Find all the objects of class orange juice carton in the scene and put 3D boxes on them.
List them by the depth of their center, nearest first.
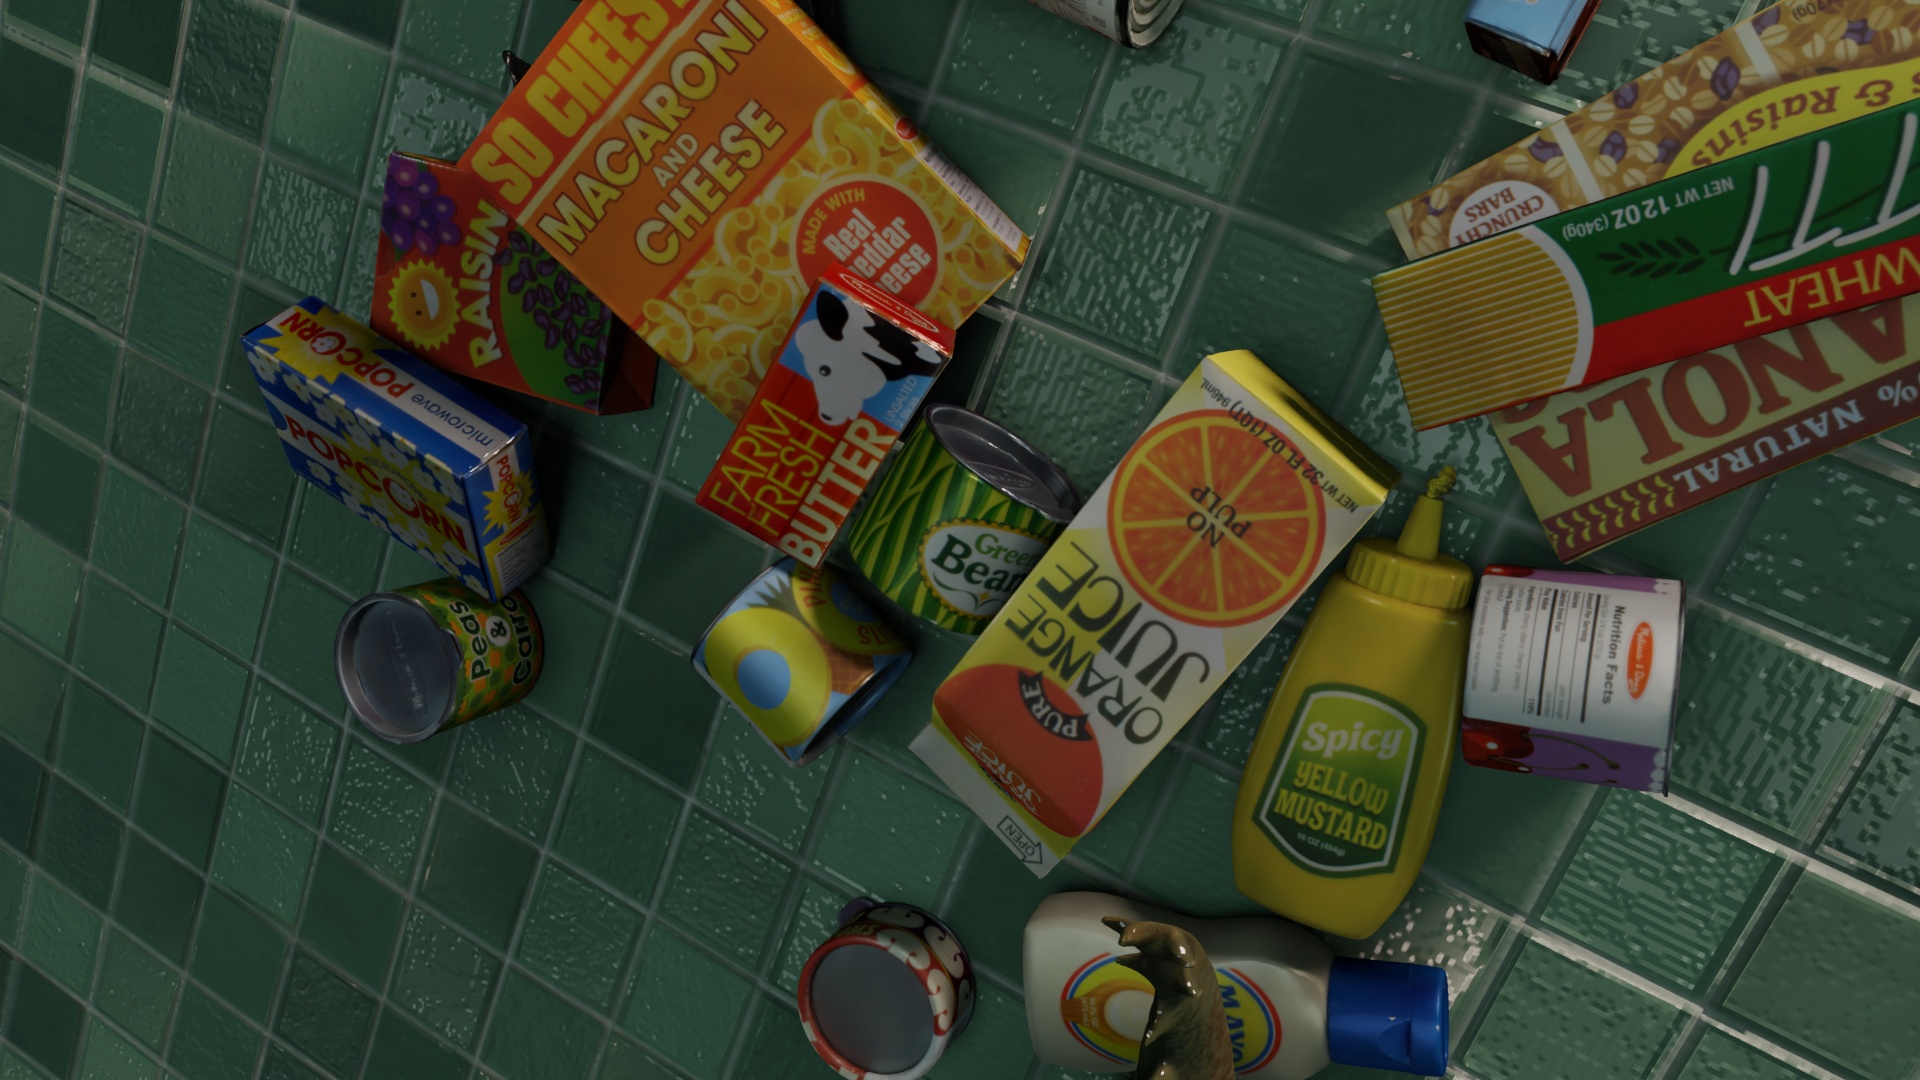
[{"bbox_3d":[0.059,0.030,0.482,0.072,0.073,0.192,42,111,11],"label":"orange juice carton"}]

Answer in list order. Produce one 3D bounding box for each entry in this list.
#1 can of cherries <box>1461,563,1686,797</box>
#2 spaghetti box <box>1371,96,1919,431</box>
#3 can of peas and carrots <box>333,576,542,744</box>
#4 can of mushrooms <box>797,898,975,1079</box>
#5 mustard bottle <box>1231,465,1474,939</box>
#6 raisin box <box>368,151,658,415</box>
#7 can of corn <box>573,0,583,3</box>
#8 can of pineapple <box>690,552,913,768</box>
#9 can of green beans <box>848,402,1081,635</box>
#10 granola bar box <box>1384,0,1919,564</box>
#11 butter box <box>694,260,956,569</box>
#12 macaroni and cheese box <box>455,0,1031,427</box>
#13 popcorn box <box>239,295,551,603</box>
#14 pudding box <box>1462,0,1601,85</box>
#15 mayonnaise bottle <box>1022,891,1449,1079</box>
[{"bbox_3d":[0.191,0.043,0.434,0.058,0.072,0.071,5,100,26],"label":"can of cherries"},{"bbox_3d":[0.240,-0.087,0.370,0.249,0.029,0.050,-16,92,24],"label":"spaghetti box"},{"bbox_3d":[-0.226,0.049,0.610,0.071,0.059,0.071,3,99,21],"label":"can of peas and carrots"},{"bbox_3d":[-0.032,0.183,0.564,0.071,0.033,0.071,4,100,22],"label":"can of mushrooms"},{"bbox_3d":[0.137,0.051,0.466,0.065,0.049,0.159,17,104,18],"label":"mustard bottle"},{"bbox_3d":[-0.185,-0.108,0.580,0.123,0.040,0.086,17,105,20],"label":"raisin box"},{"bbox_3d":[-0.139,-0.236,0.532,0.071,0.058,0.071,3,99,22],"label":"can of corn"},{"bbox_3d":[-0.059,0.044,0.537,0.058,0.071,0.070,44,111,10],"label":"can of pineapple"},{"bbox_3d":[0.001,-0.008,0.504,0.071,0.071,0.057,38,111,13],"label":"can of green beans"},{"bbox_3d":[0.231,-0.083,0.413,0.165,0.039,0.124,-27,87,24],"label":"granola bar box"},{"bbox_3d":[-0.049,-0.043,0.499,0.053,0.024,0.103,30,116,-8],"label":"butter box"},{"bbox_3d":[-0.077,-0.121,0.503,0.166,0.040,0.123,43,113,-12],"label":"macaroni and cheese box"},{"bbox_3d":[-0.237,-0.038,0.591,0.127,0.038,0.084,30,144,16],"label":"popcorn box"},{"bbox_3d":[0.184,-0.183,0.412,0.030,0.050,0.083,30,108,17],"label":"pudding box"},{"bbox_3d":[0.098,0.165,0.503,0.148,0.041,0.064,-1,101,23],"label":"mayonnaise bottle"}]
